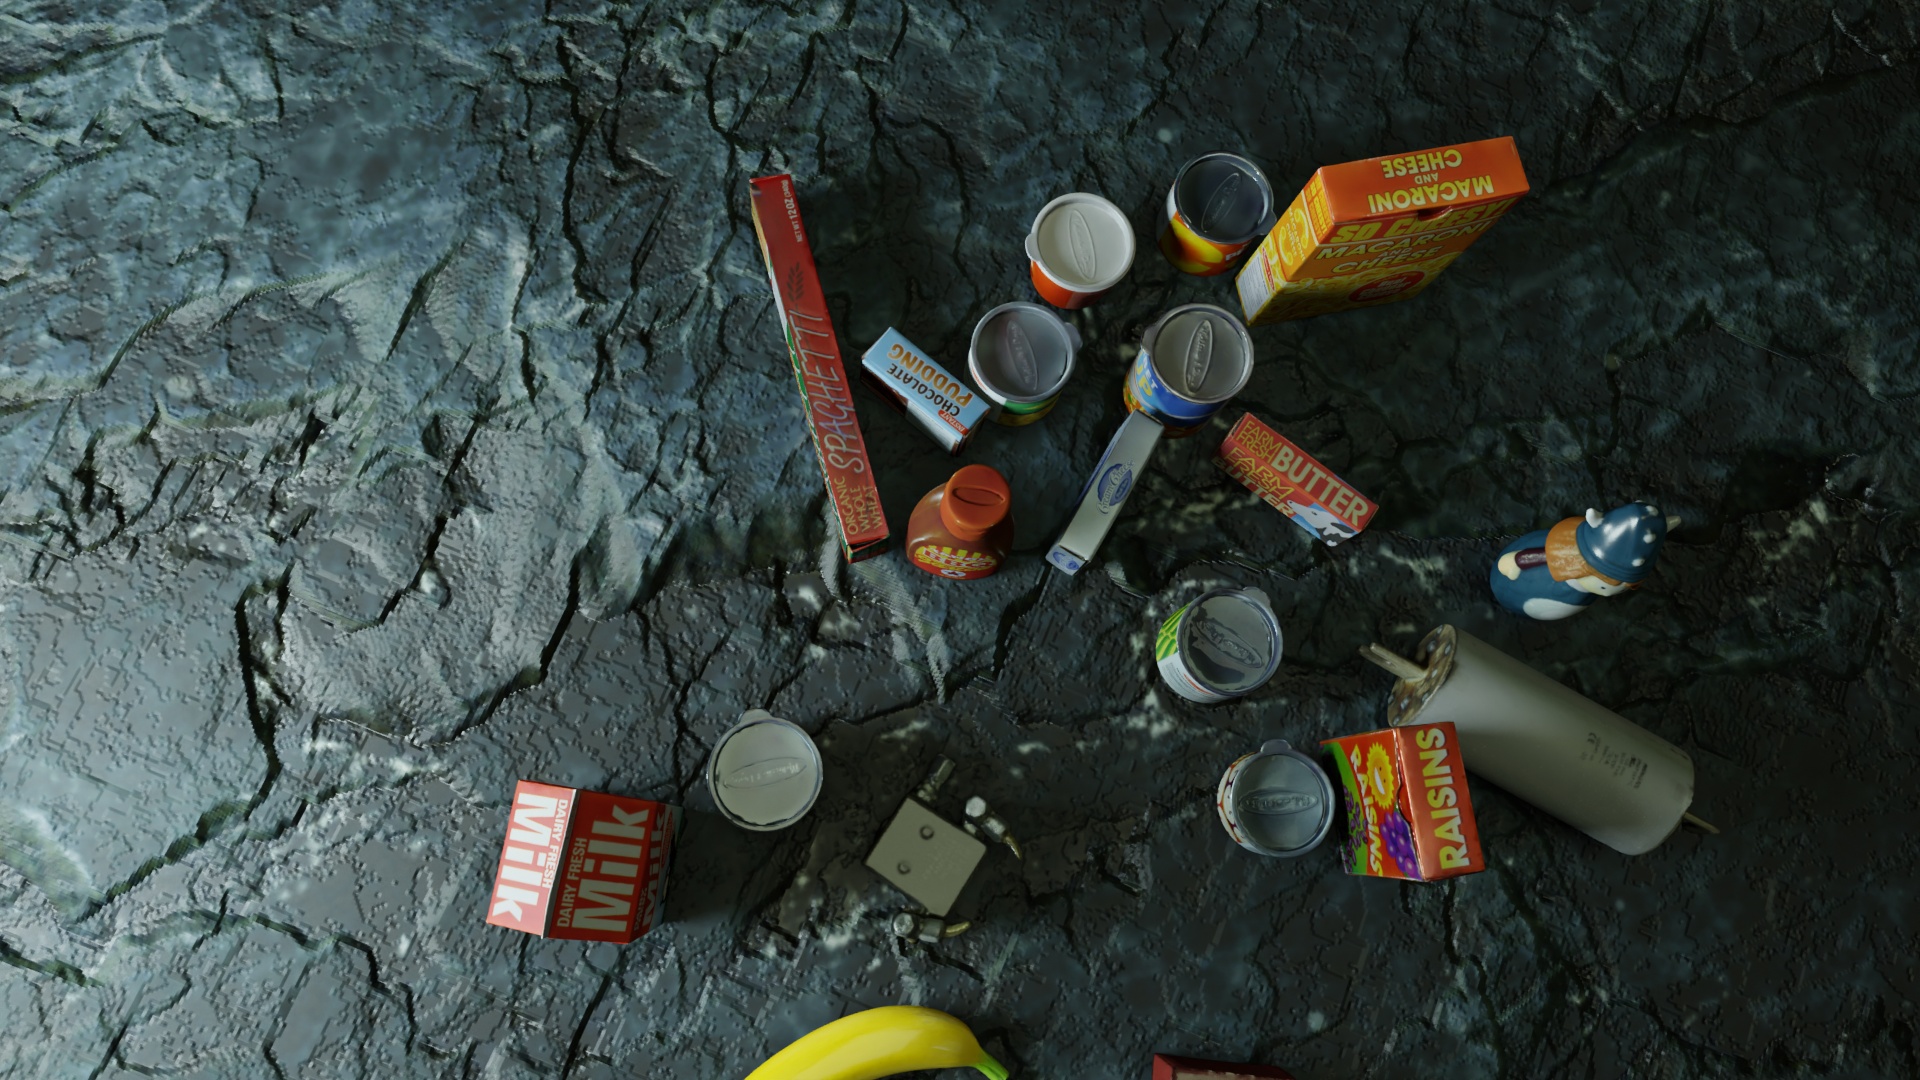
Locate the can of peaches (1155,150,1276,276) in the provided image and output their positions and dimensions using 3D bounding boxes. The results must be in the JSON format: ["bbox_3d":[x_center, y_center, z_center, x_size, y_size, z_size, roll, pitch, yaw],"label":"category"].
[{"bbox_3d":[0.170,-0.215,0.926,0.071,0.058,0.071,1,78,-5],"label":"can of peaches"}]

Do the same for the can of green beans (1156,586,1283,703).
[{"bbox_3d":[0.160,0.066,0.865,0.071,0.057,0.071,1,78,-5],"label":"can of green beans"}]

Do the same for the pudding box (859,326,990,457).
[{"bbox_3d":[-0.024,-0.094,0.885,0.084,0.049,0.030,39,78,3],"label":"pudding box"}]

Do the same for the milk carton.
[{"bbox_3d":[-0.197,0.170,0.739,0.073,0.190,0.072,10,78,-4],"label":"milk carton"}]

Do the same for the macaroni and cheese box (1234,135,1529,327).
[{"bbox_3d":[0.258,-0.189,0.874,0.124,0.166,0.040,-11,80,-8],"label":"macaroni and cheese box"}]

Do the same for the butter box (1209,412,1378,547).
[{"bbox_3d":[0.213,-0.038,0.895,0.103,0.053,0.024,36,77,3],"label":"butter box"}]

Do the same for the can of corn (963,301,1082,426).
[{"bbox_3d":[0.039,-0.113,0.891,0.071,0.058,0.071,1,78,-5],"label":"can of corn"}]

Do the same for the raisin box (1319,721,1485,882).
[{"bbox_3d":[0.258,0.154,0.822,0.040,0.123,0.086,-6,79,-7],"label":"raisin box"}]

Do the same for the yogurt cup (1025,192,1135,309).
[{"bbox_3d":[0.077,-0.187,0.913,0.072,0.054,0.072,1,78,-5],"label":"yogurt cup"}]

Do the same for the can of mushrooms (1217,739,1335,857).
[{"bbox_3d":[0.195,0.160,0.861,0.071,0.033,0.071,1,78,-5],"label":"can of mushrooms"}]

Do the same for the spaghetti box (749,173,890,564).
[{"bbox_3d":[-0.090,-0.109,0.881,0.029,0.050,0.250,-15,80,-8],"label":"spaghetti box"}]

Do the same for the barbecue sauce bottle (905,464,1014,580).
[{"bbox_3d":[0.003,-0.010,0.819,0.065,0.148,0.044,10,78,-4],"label":"barbecue sauce bottle"}]

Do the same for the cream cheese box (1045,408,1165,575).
[{"bbox_3d":[0.091,-0.029,0.881,0.024,0.053,0.104,30,77,1],"label":"cream cheese box"}]

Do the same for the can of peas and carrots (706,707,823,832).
[{"bbox_3d":[-0.115,0.136,0.822,0.071,0.058,0.071,1,78,-5],"label":"can of peas and carrots"}]

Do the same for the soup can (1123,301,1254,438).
[{"bbox_3d":[0.141,-0.108,0.887,0.071,0.083,0.071,1,78,-5],"label":"soup can"}]
